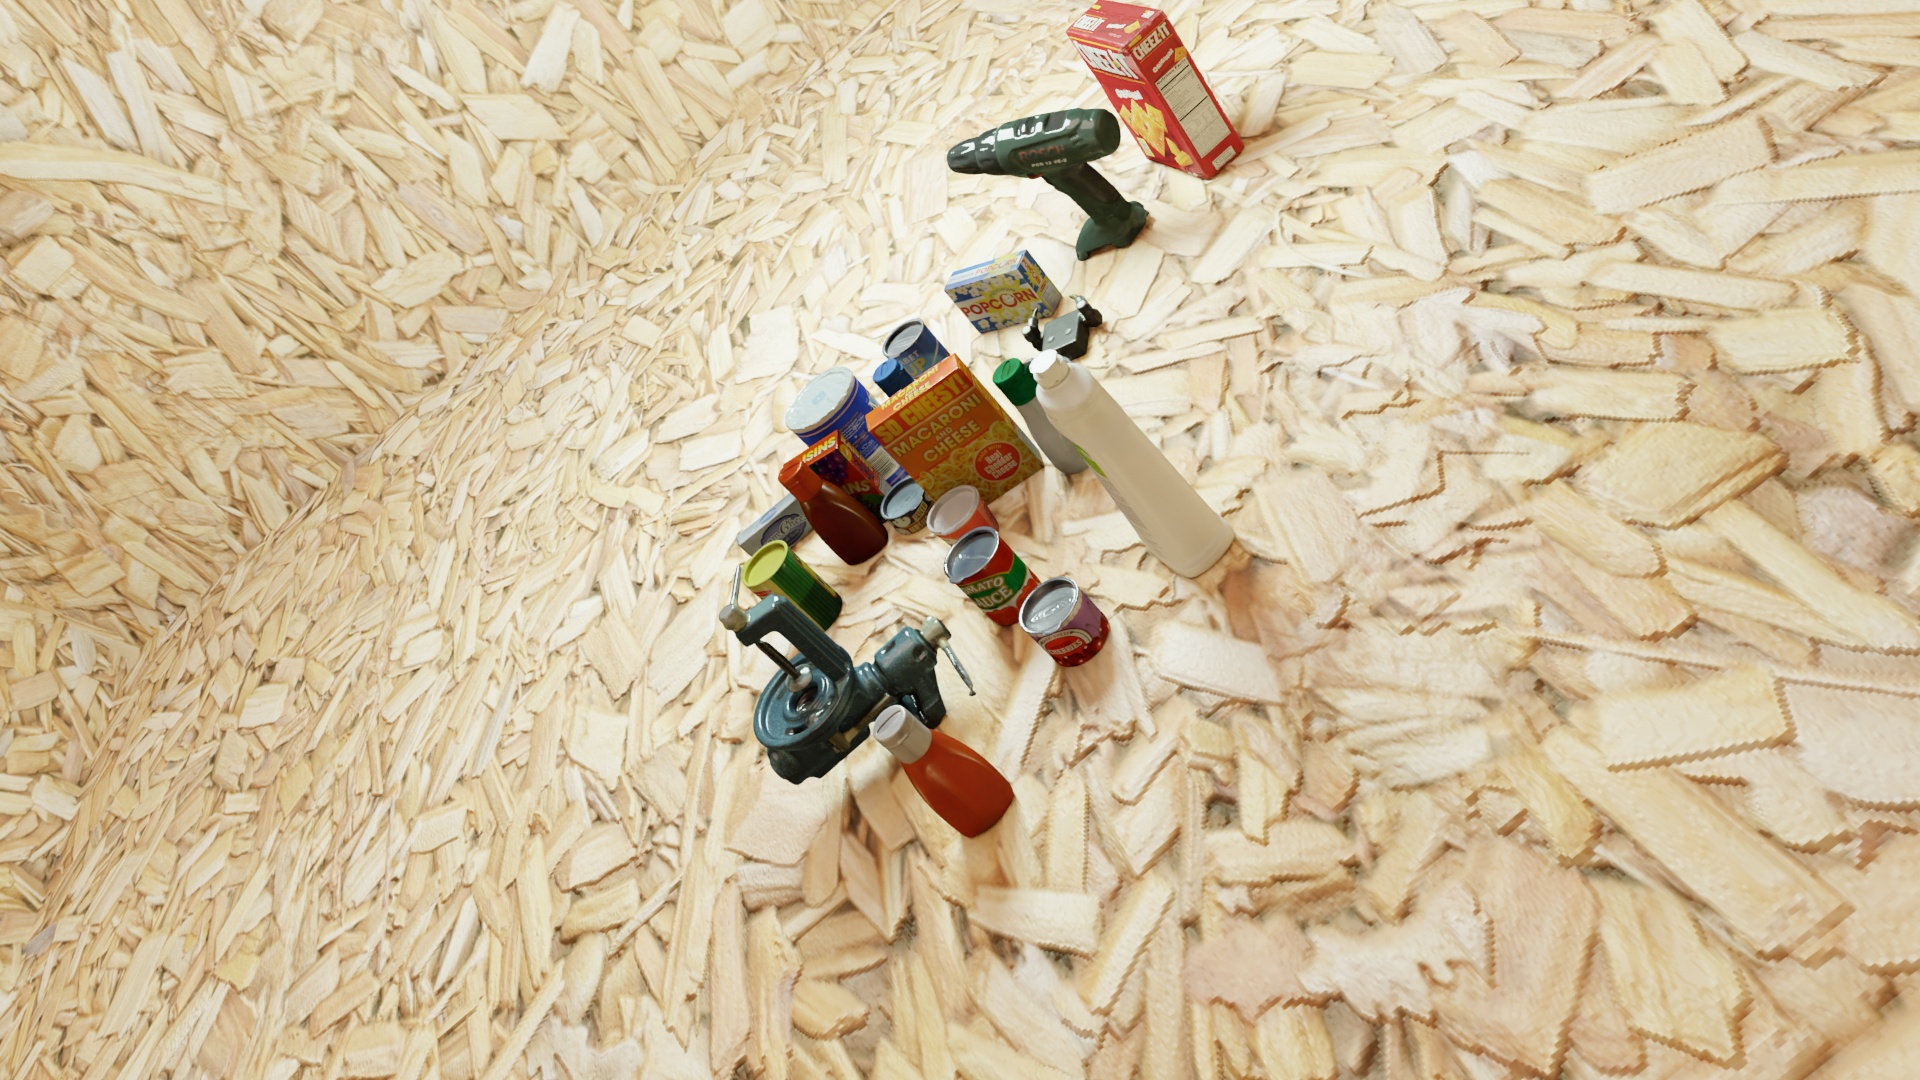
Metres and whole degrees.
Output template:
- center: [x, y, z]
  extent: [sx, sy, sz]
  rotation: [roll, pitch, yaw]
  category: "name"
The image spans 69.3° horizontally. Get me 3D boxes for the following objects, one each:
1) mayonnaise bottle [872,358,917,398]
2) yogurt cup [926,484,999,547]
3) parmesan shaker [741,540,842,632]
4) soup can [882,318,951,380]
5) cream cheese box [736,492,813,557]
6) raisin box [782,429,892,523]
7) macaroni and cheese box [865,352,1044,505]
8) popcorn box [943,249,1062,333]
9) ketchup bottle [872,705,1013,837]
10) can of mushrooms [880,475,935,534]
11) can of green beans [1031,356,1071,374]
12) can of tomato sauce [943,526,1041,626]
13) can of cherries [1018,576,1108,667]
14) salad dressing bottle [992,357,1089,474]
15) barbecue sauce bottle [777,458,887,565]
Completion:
- center: [-0.046, -0.151, 1.632]
  extent: [0.041, 0.147, 0.065]
  rotation: [-28, 36, 22]
  category: "mayonnaise bottle"
- center: [0.005, -0.019, 1.517]
  extent: [0.072, 0.054, 0.073]
  rotation: [-27, 36, 23]
  category: "yogurt cup"
- center: [-0.194, 0.057, 1.595]
  extent: [0.071, 0.103, 0.072]
  rotation: [-28, 36, 23]
  category: "parmesan shaker"
- center: [-0.051, -0.231, 1.785]
  extent: [0.071, 0.083, 0.072]
  rotation: [-27, 36, 23]
  category: "soup can"
- center: [-0.227, -0.015, 1.754]
  extent: [0.103, 0.053, 0.024]
  rotation: [-39, 33, 6]
  category: "cream cheese box"
- center: [-0.142, -0.062, 1.655]
  extent: [0.086, 0.123, 0.040]
  rotation: [-30, 36, 20]
  category: "raisin box"
- center: [-0.006, -0.110, 1.527]
  extent: [0.123, 0.166, 0.040]
  rotation: [-34, 34, 14]
  category: "macaroni and cheese box"
- center: [0.053, -0.315, 1.769]
  extent: [0.126, 0.085, 0.038]
  rotation: [-8, 47, 42]
  category: "popcorn box"
- center: [-0.018, 0.198, 1.212]
  extent: [0.065, 0.148, 0.043]
  rotation: [-44, 33, -1]
  category: "ketchup bottle"
- center: [-0.057, -0.041, 1.625]
  extent: [0.071, 0.033, 0.071]
  rotation: [-27, 36, 23]
  category: "can of mushrooms"
- center: [0.112, -0.164, 1.565]
  extent: [0.071, 0.057, 0.071]
  rotation: [-27, 36, 23]
  category: "can of green beans"
- center: [0.033, 0.038, 1.398]
  extent: [0.071, 0.083, 0.071]
  rotation: [-27, 36, 23]
  category: "can of tomato sauce"
- center: [0.098, 0.079, 1.308]
  extent: [0.071, 0.058, 0.072]
  rotation: [-27, 36, 23]
  category: "can of cherries"
- center: [0.089, -0.132, 1.471]
  extent: [0.044, 0.147, 0.064]
  rotation: [-17, 41, 34]
  category: "salad dressing bottle"
- center: [-0.151, -0.035, 1.611]
  extent: [0.064, 0.148, 0.044]
  rotation: [-31, 35, 19]
  category: "barbecue sauce bottle"
